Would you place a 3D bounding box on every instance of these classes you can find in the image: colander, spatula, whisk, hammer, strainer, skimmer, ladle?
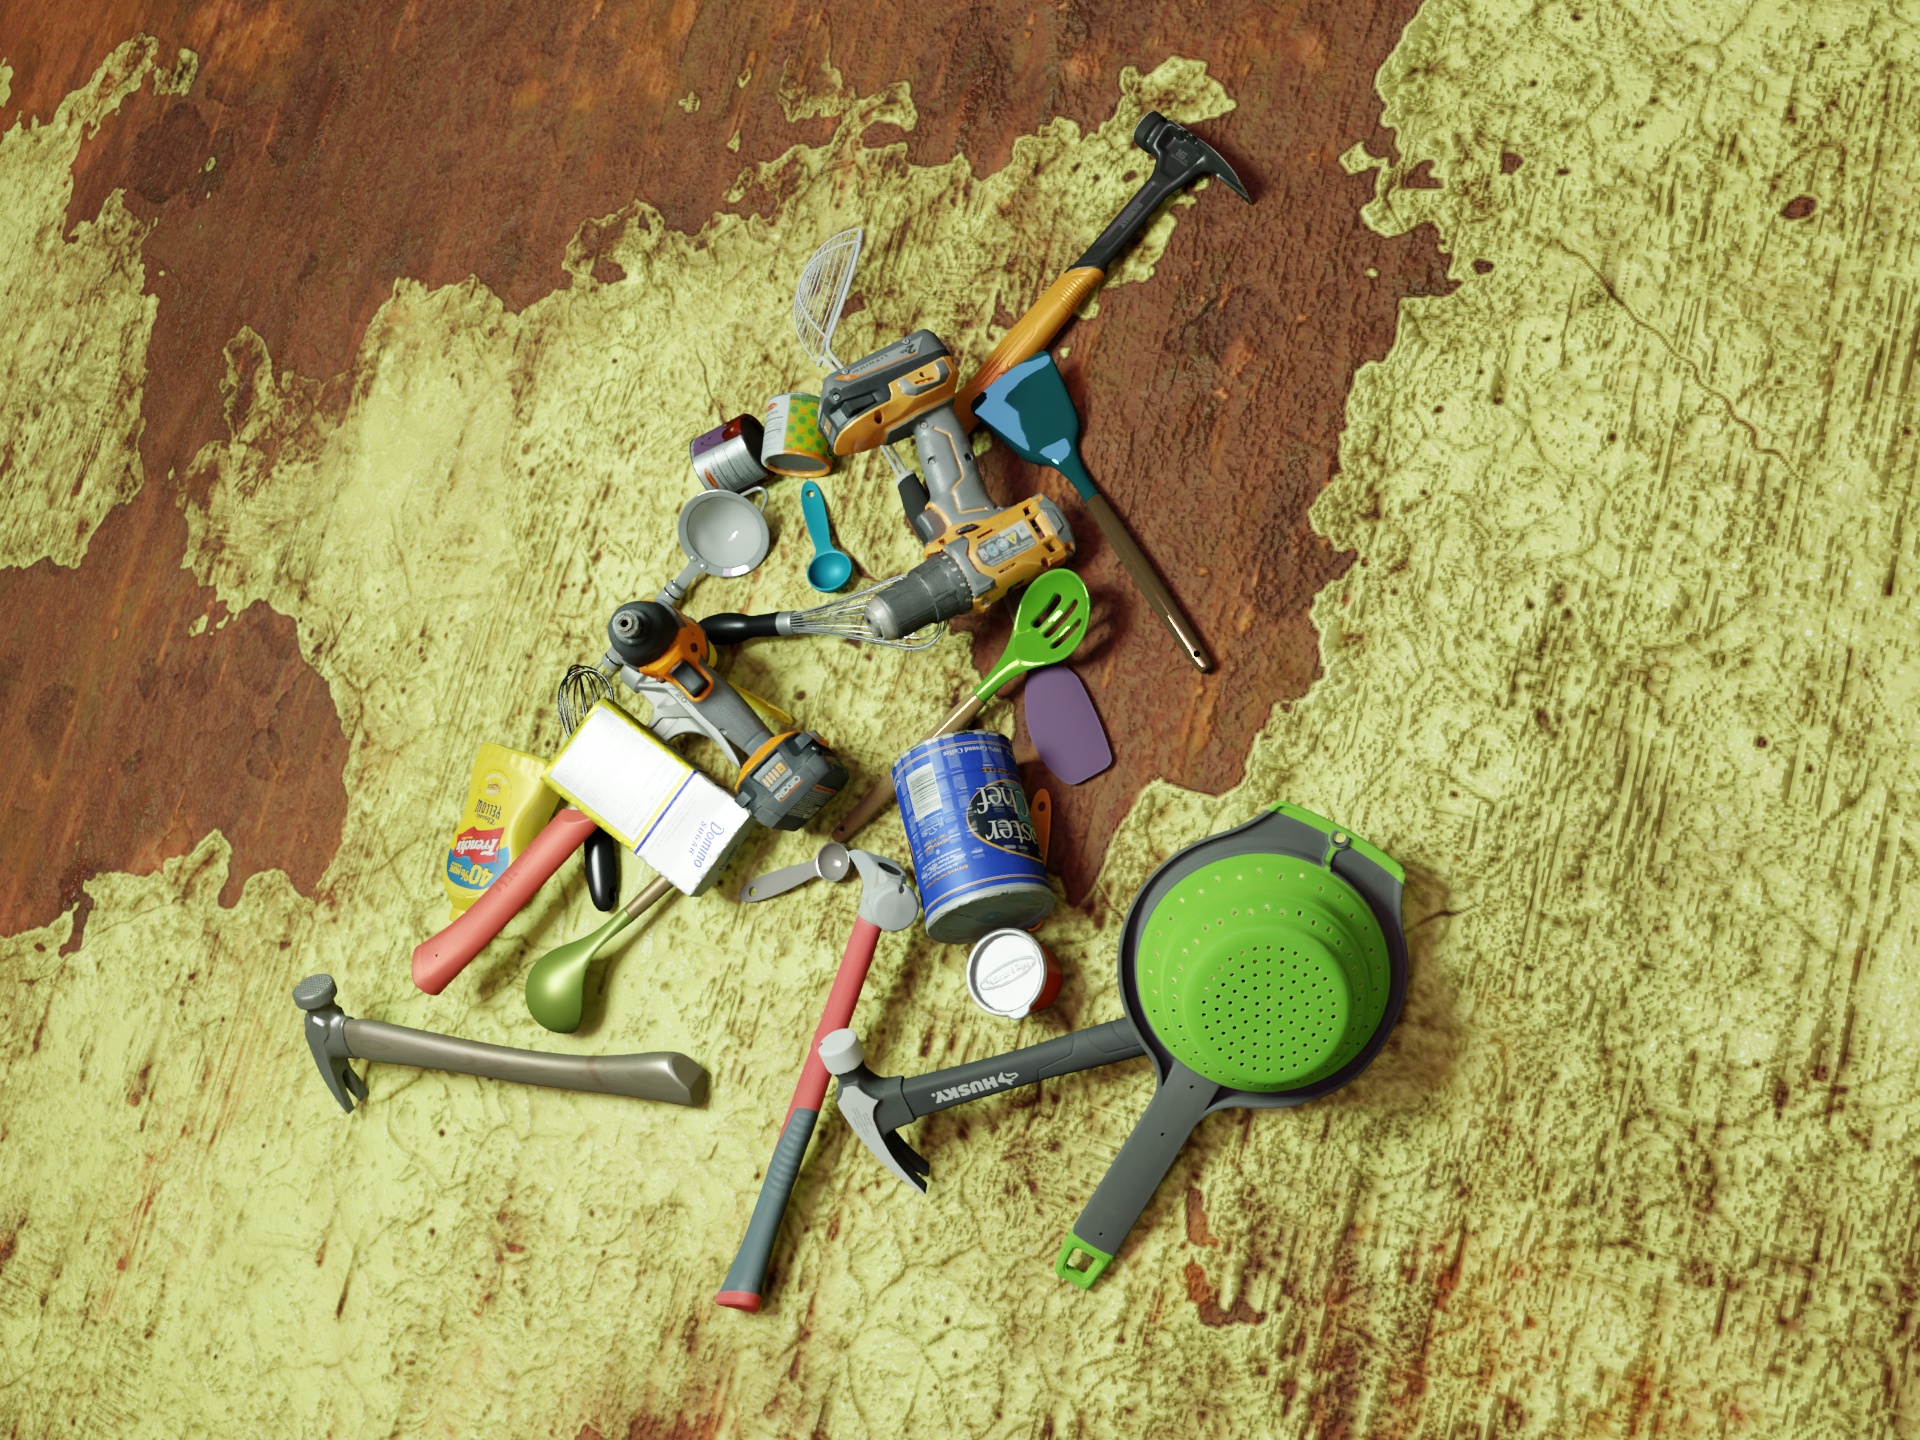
[{"bbox_3d":[0.170,0.252,1.108,0.204,0.094,0.397,29,102,2],"label":"colander"},{"bbox_3d":[0.048,-0.089,1.339,0.060,0.018,0.316,-29,66,19],"label":"spatula"},{"bbox_3d":[0.118,-0.166,1.309,0.082,0.044,0.318,-35,65,9],"label":"spatula"},{"bbox_3d":[-0.125,-0.088,1.410,0.285,0.070,0.070,-3,75,32],"label":"whisk"},{"bbox_3d":[-0.124,0.295,1.296,0.143,0.038,0.386,-143,72,-73],"label":"hammer"},{"bbox_3d":[-0.265,-0.131,1.499,0.086,0.050,0.258,41,106,-14],"label":"strainer"},{"bbox_3d":[0.098,-0.366,1.378,0.337,0.034,0.127,-47,60,9],"label":"hammer"},{"bbox_3d":[-0.052,-0.273,1.419,0.090,0.127,0.363,-21,74,-26],"label":"skimmer"},{"bbox_3d":[-0.415,0.316,1.439,0.411,0.038,0.146,3,120,20],"label":"hammer"},{"bbox_3d":[0.072,0.259,1.198,0.335,0.035,0.146,-18,111,12],"label":"hammer"},{"bbox_3d":[-0.270,0.161,1.430,0.320,0.062,0.078,-42,47,4],"label":"ladle"},{"bbox_3d":[-0.343,0.061,1.488,0.055,0.055,0.239,-14,75,24],"label":"whisk"},{"bbox_3d":[-0.359,0.116,1.442,0.149,0.036,0.359,43,91,13],"label":"hammer"}]

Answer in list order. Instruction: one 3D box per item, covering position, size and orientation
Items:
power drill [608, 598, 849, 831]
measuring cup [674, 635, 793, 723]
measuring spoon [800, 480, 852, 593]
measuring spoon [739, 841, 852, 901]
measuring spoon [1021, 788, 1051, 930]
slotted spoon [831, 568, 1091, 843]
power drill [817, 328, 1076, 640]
[{"bbox_3d":[-0.204,-0.012,1.336,0.084,0.164,0.226,-45,81,0],"label":"power drill"},{"bbox_3d":[-0.209,-0.043,1.449,0.156,0.062,0.029,29,65,18],"label":"measuring cup"},{"bbox_3d":[-0.126,-0.166,1.453,0.042,0.021,0.129,-18,59,5],"label":"measuring spoon"},{"bbox_3d":[-0.142,0.136,1.382,0.124,0.018,0.034,-22,72,28],"label":"measuring spoon"},{"bbox_3d":[0.063,0.112,1.284,0.021,0.011,0.117,-6,70,34],"label":"measuring spoon"},{"bbox_3d":[-0.002,-0.004,1.325,0.313,0.031,0.070,-45,62,17],"label":"slotted spoon"},{"bbox_3d":[-0.036,-0.187,1.310,0.185,0.084,0.226,-30,83,-15],"label":"power drill"}]
